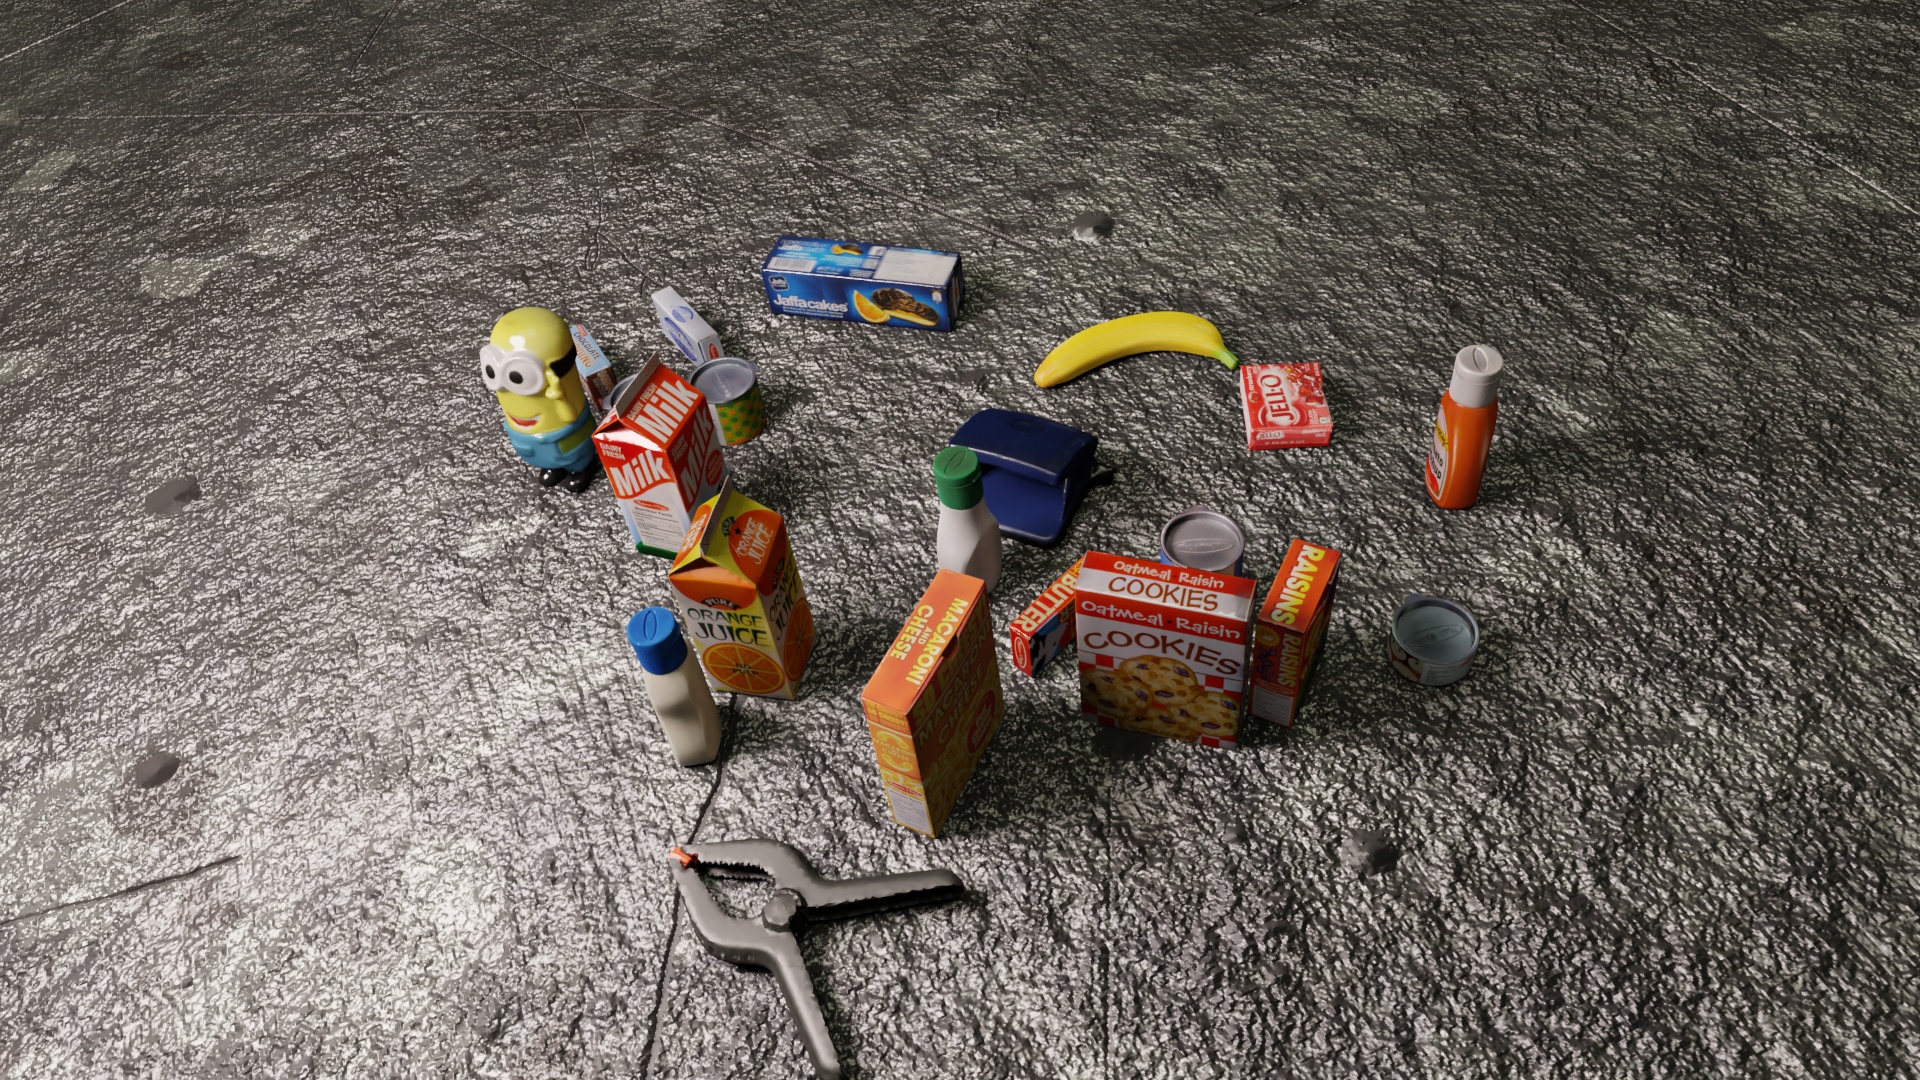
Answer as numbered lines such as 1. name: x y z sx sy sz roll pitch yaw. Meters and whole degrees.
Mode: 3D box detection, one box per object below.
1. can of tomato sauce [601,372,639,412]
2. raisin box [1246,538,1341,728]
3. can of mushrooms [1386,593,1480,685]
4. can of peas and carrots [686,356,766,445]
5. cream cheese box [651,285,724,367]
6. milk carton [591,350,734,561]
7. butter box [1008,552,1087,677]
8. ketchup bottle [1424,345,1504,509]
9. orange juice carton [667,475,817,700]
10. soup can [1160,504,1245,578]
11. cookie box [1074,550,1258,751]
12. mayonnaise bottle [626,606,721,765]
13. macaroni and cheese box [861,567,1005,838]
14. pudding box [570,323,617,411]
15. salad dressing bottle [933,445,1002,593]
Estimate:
1. can of tomato sauce: -0.288 -0.105 1.298 0.071 0.082 0.071 -4 49 4
2. raisin box: 0.251 0.071 1.048 0.040 0.122 0.086 19 54 22
3. can of mushrooms: 0.369 0.077 1.088 0.071 0.033 0.071 -4 49 4
4. can of peas and carrots: -0.221 -0.135 1.332 0.071 0.058 0.071 -4 49 4
5. cream cheese box: -0.275 -0.210 1.409 0.024 0.053 0.104 -32 52 -19
6. milk carton: -0.253 -0.069 1.190 0.073 0.189 0.073 12 52 17
7. butter box: 0.082 0.059 1.127 0.024 0.052 0.104 33 60 30
8. ketchup bottle: 0.421 -0.096 1.158 0.043 0.148 0.065 -3 49 5
9. orange juice carton: -0.171 0.039 1.083 0.073 0.191 0.072 6 50 12
10. soup can: 0.194 0.024 1.123 0.071 0.083 0.072 -4 49 4
11. cookie box: 0.150 0.083 1.022 0.123 0.166 0.040 10 51 16
12. mayonnaise bottle: -0.217 0.109 1.057 0.041 0.147 0.065 -9 48 -1
13. macaroni and cheese box: -0.015 0.120 1.010 0.040 0.165 0.124 17 53 21
14. pudding box: -0.370 -0.174 1.391 0.030 0.049 0.084 -28 51 -16
15. salad dressing bottle: 0.004 -0.014 1.138 0.044 0.146 0.064 22 55 24
